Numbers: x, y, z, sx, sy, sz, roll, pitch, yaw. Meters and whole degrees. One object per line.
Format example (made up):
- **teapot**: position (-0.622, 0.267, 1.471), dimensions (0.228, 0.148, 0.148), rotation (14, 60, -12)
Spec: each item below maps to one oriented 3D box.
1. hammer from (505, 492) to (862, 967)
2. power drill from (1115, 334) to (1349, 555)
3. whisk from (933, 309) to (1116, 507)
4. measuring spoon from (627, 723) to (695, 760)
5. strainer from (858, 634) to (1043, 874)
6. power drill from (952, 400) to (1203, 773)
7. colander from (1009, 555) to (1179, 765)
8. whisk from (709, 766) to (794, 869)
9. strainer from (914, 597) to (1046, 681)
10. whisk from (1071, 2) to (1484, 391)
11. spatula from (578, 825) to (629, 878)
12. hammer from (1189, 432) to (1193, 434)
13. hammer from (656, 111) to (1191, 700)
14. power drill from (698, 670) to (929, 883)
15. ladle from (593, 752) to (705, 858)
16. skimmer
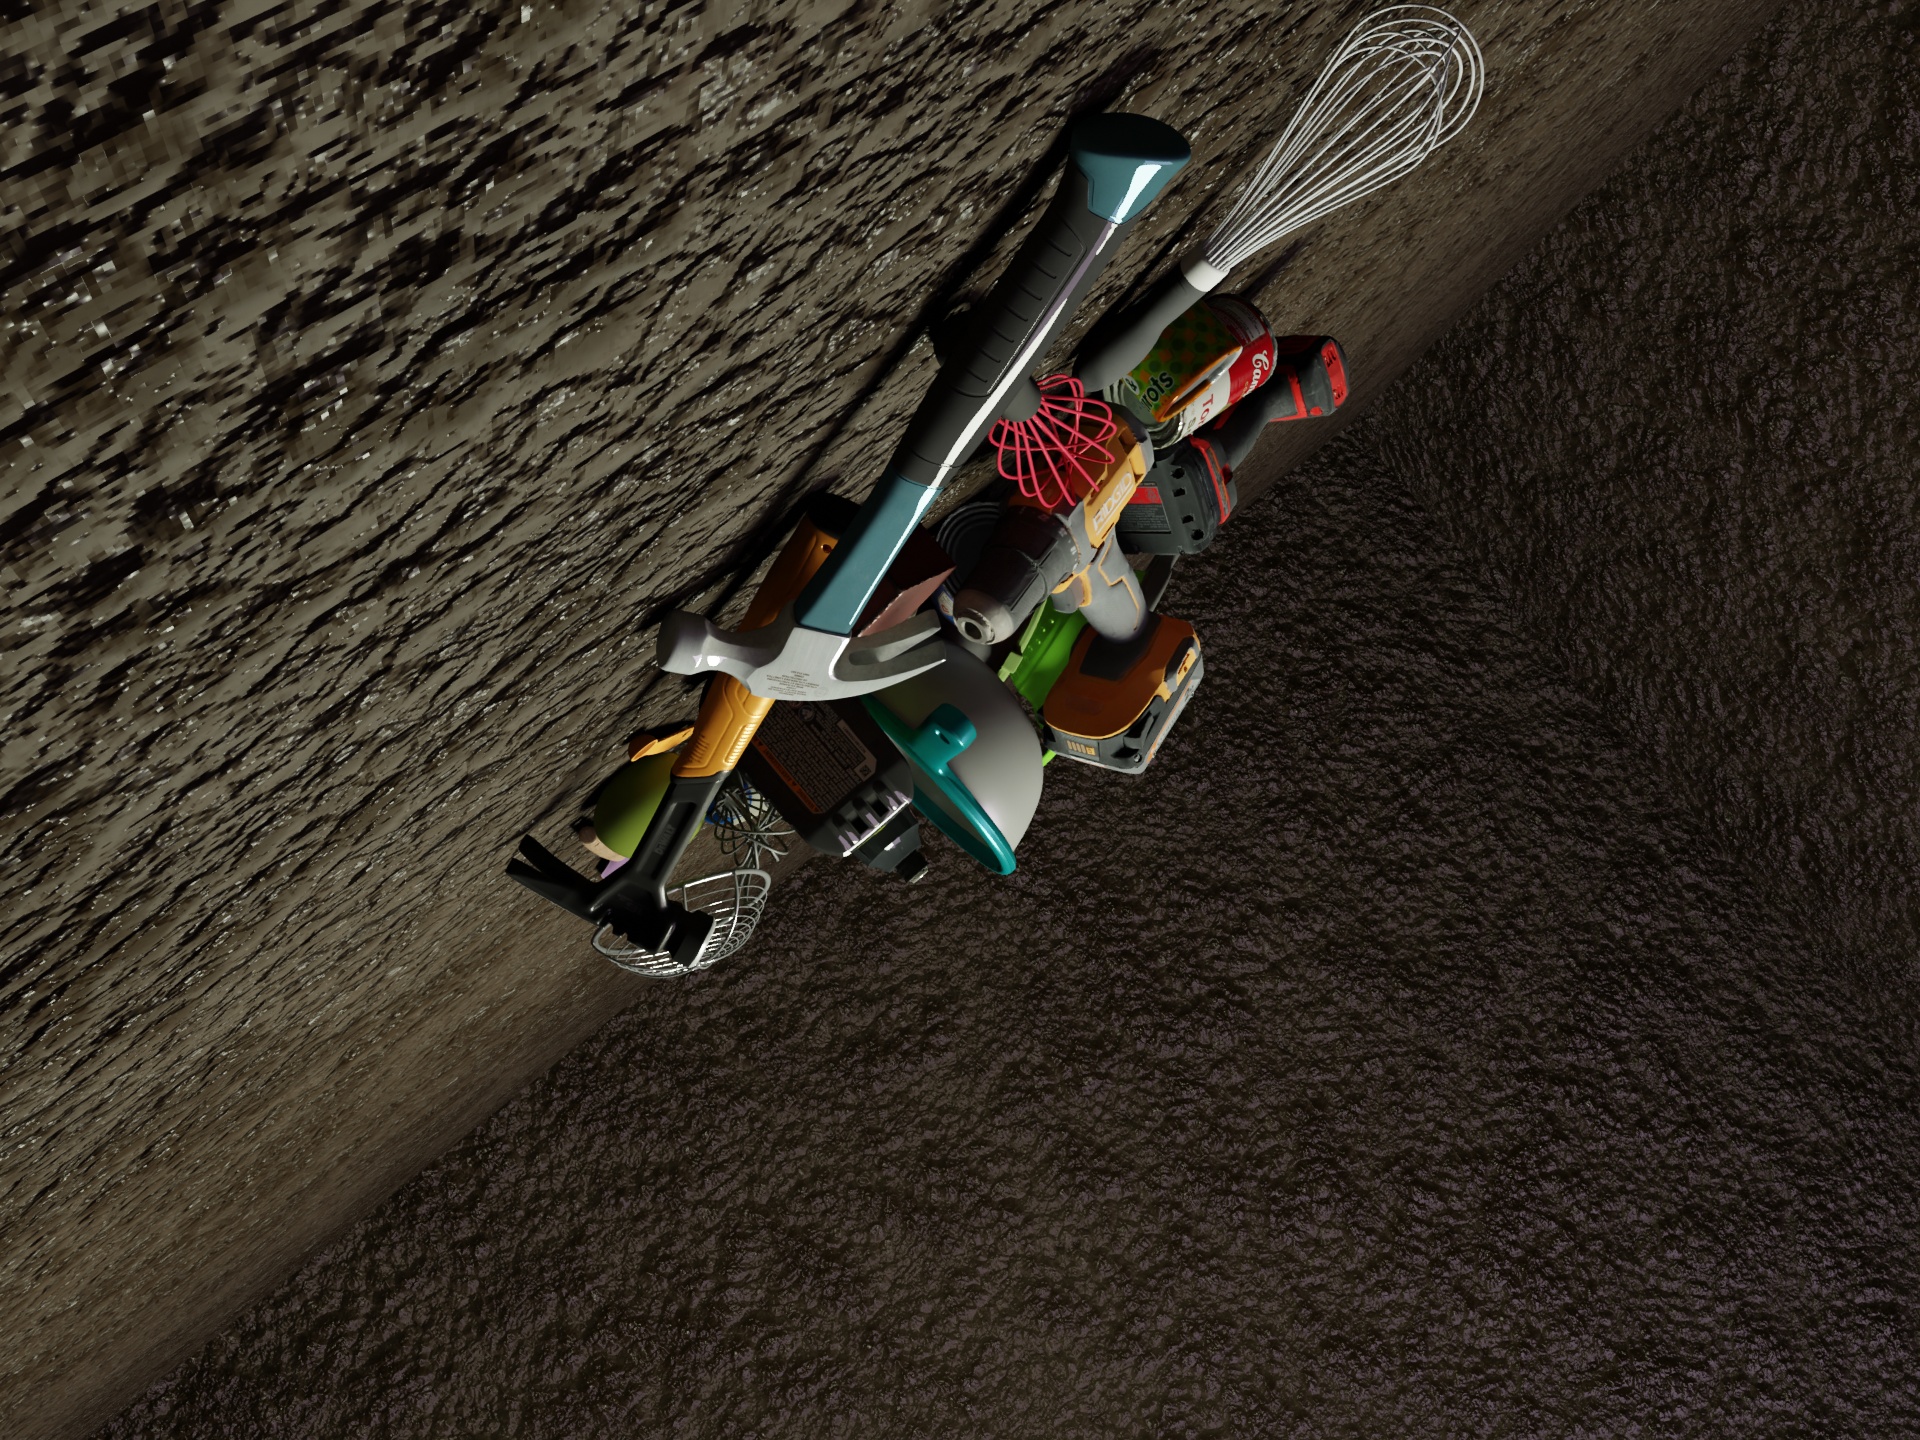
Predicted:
- **hammer**: position (-0.139, 0.006, 0.862), dimensions (0.336, 0.127, 0.034), rotation (-55, -169, 36)
- **power drill**: position (0.169, -0.206, 1.137), dimensions (0.143, 0.078, 0.220), rotation (7, -140, 43)
- **whisk**: position (0.033, -0.158, 0.808), dimensions (0.073, 0.073, 0.295), rotation (-41, 170, 9)
- **measuring spoon**: position (-0.185, 0.010, 0.992), dimensions (0.021, 0.011, 0.117), rotation (-41, 180, 8)
- **strainer**: position (-0.002, -0.003, 1.060), dimensions (0.095, 0.211, 0.340), rotation (-45, -179, -10)
- **power drill**: position (0.076, -0.064, 1.024), dimensions (0.185, 0.084, 0.226), rotation (-54, 142, -30)
- **colander**: position (0.143, -0.144, 1.486), dimensions (0.397, 0.094, 0.204), rotation (-57, 180, -17)
- **whisk**: position (-0.155, 0.055, 1.106), dimensions (0.055, 0.055, 0.239), rotation (-40, -163, -6)
- **strainer**: position (-0.021, -0.059, 1.267), dimensions (0.256, 0.069, 0.152), rotation (-41, -154, 50)
- **whisk**: position (0.148, -0.257, 0.825), dimensions (0.284, 0.070, 0.070), rotation (-36, 180, 45)
- **spatula**: position (-0.258, 0.095, 1.192), dimensions (0.060, 0.018, 0.316), rotation (-40, 178, -9)
- **hammer**: position (0.119, -0.191, 1.459), dimensions (0.331, 0.031, 0.130), rotation (-39, 176, -5)
- **hammer**: position (-0.012, -0.117, 0.683), dimensions (0.128, 0.033, 0.331), rotation (12, 137, -29)
- **power drill**: position (-0.084, 0.031, 1.017), dimensions (0.080, 0.171, 0.223), rotation (-41, 173, -5)
- **ladle**: position (-0.219, 0.066, 1.150), dimensions (0.078, 0.062, 0.320), rotation (-41, -177, -10)
- **skimmer**: position (-0.172, 0.071, 1.205), dimensions (0.127, 0.090, 0.363), rotation (-33, -161, 24)
